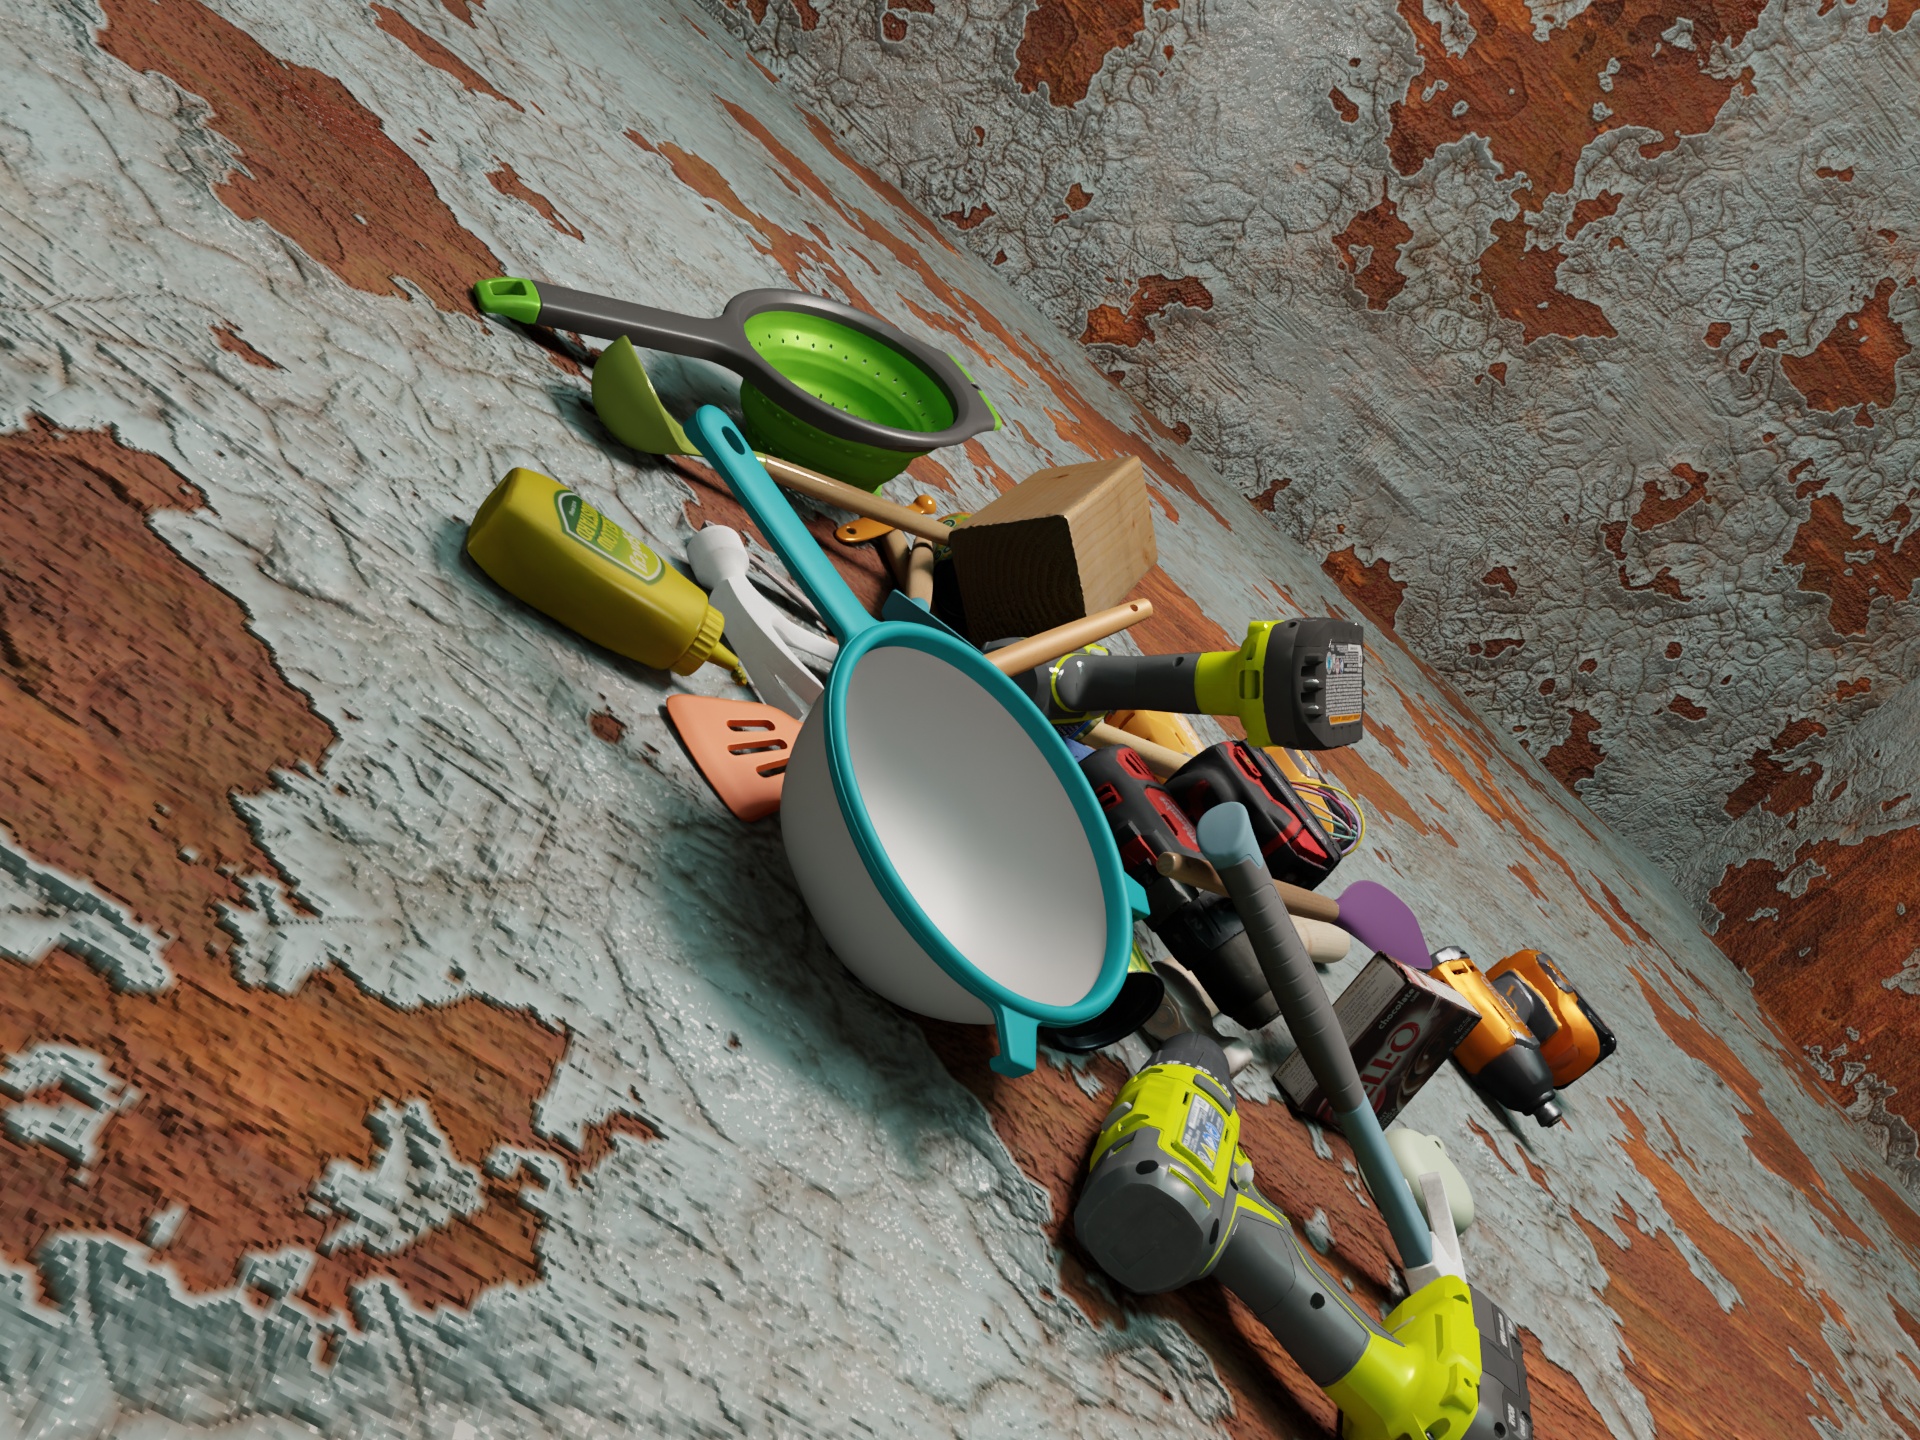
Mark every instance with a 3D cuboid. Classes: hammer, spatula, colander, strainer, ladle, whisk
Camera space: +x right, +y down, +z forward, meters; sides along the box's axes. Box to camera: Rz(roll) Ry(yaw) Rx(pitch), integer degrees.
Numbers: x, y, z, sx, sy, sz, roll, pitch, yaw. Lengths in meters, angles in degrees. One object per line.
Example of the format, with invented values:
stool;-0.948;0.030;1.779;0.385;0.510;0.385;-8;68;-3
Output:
hammer;-0.002;-0.003;1.042;0.405;0.035;0.144;24;27;-45
spatula;-0.010;-0.022;0.885;0.322;0.041;0.081;-22;67;-32
hammer;0.209;0.198;0.878;0.331;0.033;0.128;64;21;-9
colander;-0.163;-0.237;1.150;0.396;0.094;0.205;4;40;-35
hammer;0.195;0.156;1.109;0.146;0.038;0.410;49;20;18
spatula;-0.020;-0.090;1.074;0.082;0.044;0.318;36;16;-13
strainer;-0.053;0.012;0.768;0.340;0.095;0.211;55;29;0
spatula;0.211;0.110;0.968;0.315;0.018;0.060;18;49;-47
ladle;-0.109;-0.177;1.090;0.320;0.062;0.078;16;29;-38
whisk;0.188;0.042;1.172;0.245;0.047;0.051;23;26;35

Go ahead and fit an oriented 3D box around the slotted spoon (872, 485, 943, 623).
slotted spoon;-0.054;-0.147;1.245;0.070;0.031;0.314;21;31;-37

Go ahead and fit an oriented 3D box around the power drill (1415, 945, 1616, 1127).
power drill;0.491;0.276;1.392;0.226;0.084;0.164;10;39;-51

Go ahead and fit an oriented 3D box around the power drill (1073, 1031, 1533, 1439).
power drill;0.163;0.259;0.777;0.228;0.080;0.190;43;19;3

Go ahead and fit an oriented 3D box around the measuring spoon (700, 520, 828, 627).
measuring spoon;-0.121;-0.084;1.010;0.124;0.018;0.034;38;8;-36

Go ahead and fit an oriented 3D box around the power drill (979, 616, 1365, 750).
power drill;0.139;-0.025;1.027;0.171;0.223;0.080;-4;95;-62

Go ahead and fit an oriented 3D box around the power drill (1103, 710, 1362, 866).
power drill;0.231;0.072;1.290;0.226;0.084;0.186;20;31;-41

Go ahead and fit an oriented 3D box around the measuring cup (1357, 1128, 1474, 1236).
measuring cup;0.313;0.294;1.055;0.083;0.038;0.167;50;22;16

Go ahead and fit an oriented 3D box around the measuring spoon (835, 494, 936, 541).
measuring spoon;-0.056;-0.157;1.223;0.021;0.011;0.117;40;39;18

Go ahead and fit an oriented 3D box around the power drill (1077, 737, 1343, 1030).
power drill;0.167;0.096;1.012;0.188;0.080;0.226;55;25;16
